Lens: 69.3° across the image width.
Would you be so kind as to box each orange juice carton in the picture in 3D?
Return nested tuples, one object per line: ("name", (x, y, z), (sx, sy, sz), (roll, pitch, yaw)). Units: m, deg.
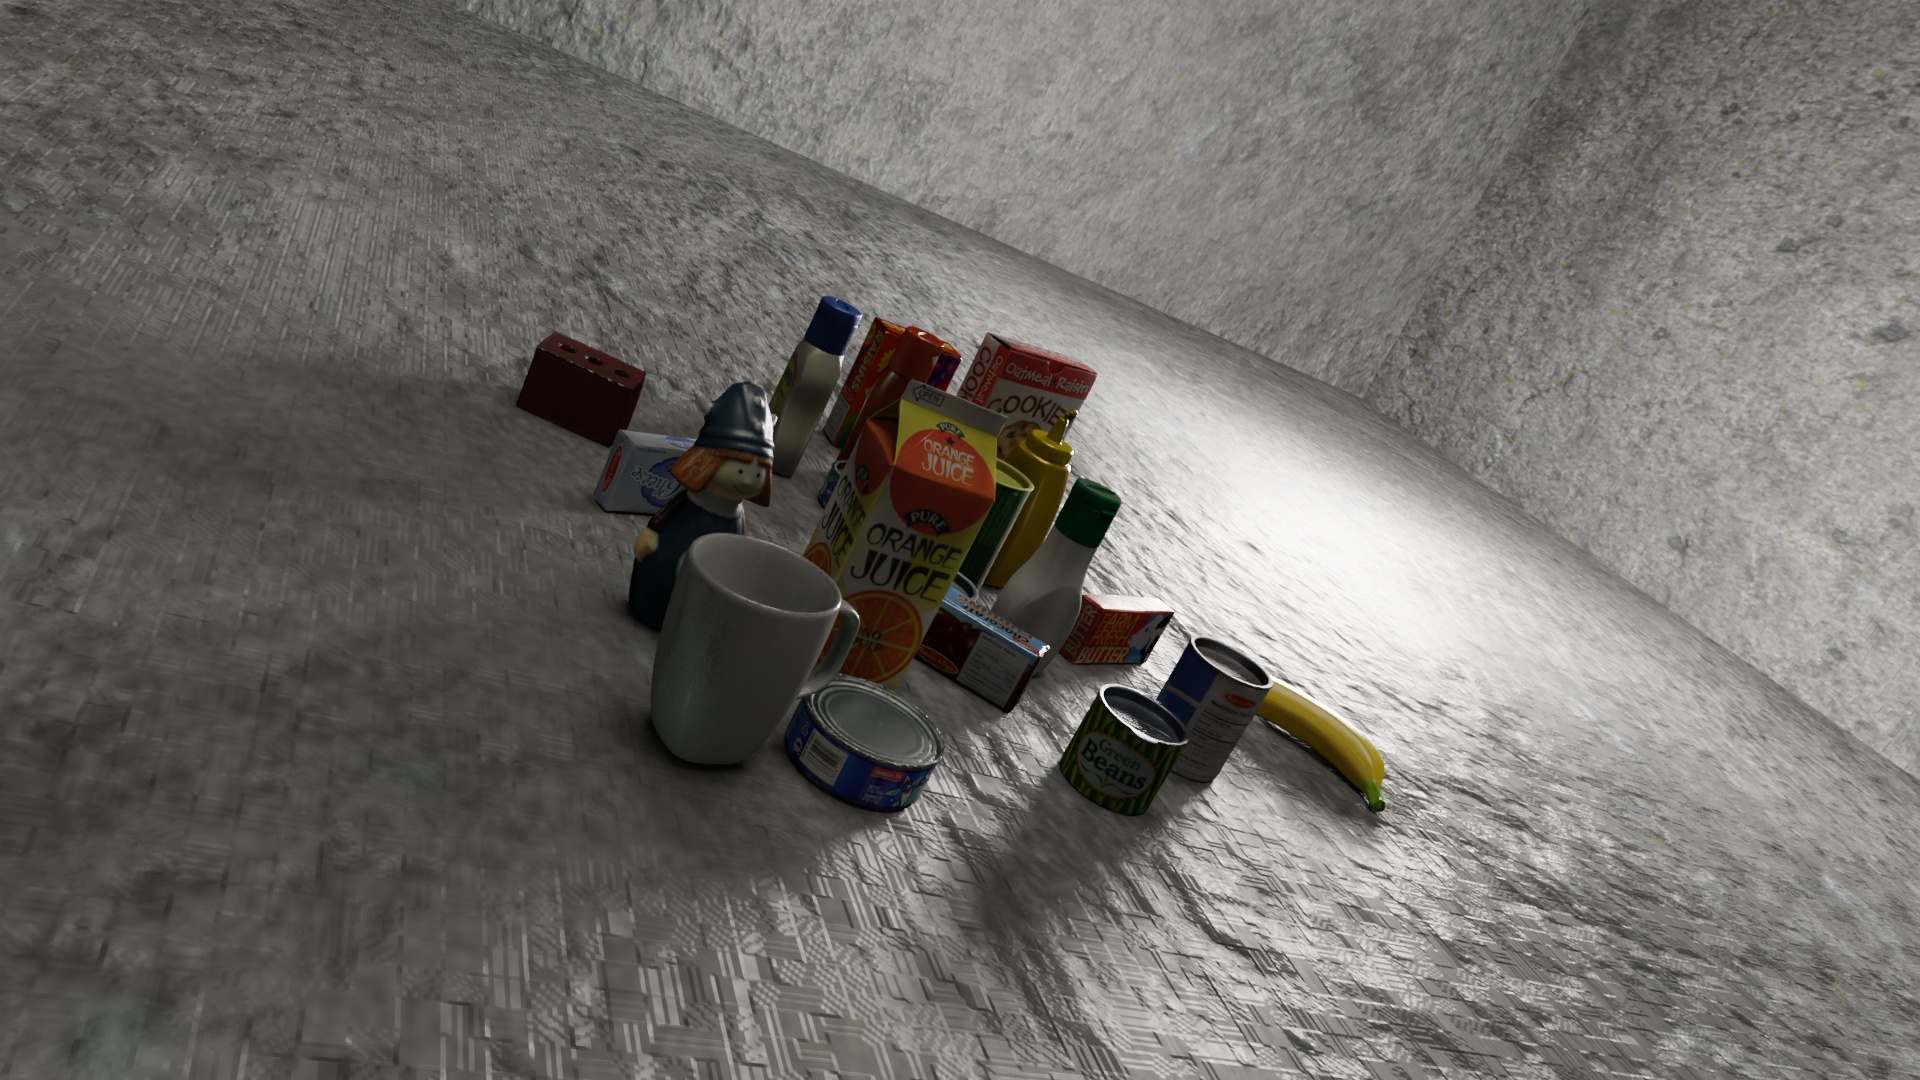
("orange juice carton", (-0.041, -0.005, 0.862), (0.072, 0.192, 0.073), (18, 20, -25))

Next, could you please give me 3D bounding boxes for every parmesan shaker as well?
("parmesan shaker", (0.004, -0.014, 1.093), (0.071, 0.102, 0.071), (24, 18, -8))

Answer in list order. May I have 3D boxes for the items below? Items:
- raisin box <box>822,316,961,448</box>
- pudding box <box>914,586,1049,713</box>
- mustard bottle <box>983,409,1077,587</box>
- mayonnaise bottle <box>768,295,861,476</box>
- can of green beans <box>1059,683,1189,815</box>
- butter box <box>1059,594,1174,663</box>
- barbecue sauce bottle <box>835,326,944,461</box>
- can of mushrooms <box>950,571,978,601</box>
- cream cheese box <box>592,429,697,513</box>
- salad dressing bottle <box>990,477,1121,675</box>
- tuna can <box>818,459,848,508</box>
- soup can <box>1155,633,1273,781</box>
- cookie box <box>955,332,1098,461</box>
("raisin box", (-0.065, -0.138, 1.304), (0.086, 0.123, 0.040), (16, 21, -30))
("pudding box", (0.012, 0.074, 0.951), (0.084, 0.049, 0.030), (30, 18, 10))
("mustard bottle", (0.053, -0.040, 1.141), (0.049, 0.159, 0.065), (8, 26, -47))
("mayonnaise bottle", (-0.128, -0.130, 1.154), (0.041, 0.147, 0.065), (19, 19, -24))
("can of green beans", (0.106, 0.135, 0.900), (0.071, 0.057, 0.071), (24, 18, -8))
("butter box", (0.124, 0.071, 1.109), (0.103, 0.053, 0.024), (6, 27, -48))
("barbecue sauce bottle", (-0.062, -0.111, 1.195), (0.044, 0.148, 0.065), (31, 18, 13))
("can of mushrooms", (-0.025, 0.038, 1.022), (0.071, 0.033, 0.071), (24, 18, -8))
("cream cheese box", (-0.202, -0.045, 0.972), (0.024, 0.053, 0.104), (39, 22, 33))
("salad dressing bottle", (0.067, 0.026, 1.000), (0.064, 0.147, 0.044), (13, 22, -37))
("tuna can", (-0.080, -0.035, 1.148), (0.071, 0.032, 0.071), (24, 18, -8))
("soup can", (0.174, 0.119, 0.997), (0.071, 0.083, 0.071), (24, 18, -8))
("cookie box", (0.041, -0.099, 1.274), (0.123, 0.167, 0.040), (8, 26, -46))
